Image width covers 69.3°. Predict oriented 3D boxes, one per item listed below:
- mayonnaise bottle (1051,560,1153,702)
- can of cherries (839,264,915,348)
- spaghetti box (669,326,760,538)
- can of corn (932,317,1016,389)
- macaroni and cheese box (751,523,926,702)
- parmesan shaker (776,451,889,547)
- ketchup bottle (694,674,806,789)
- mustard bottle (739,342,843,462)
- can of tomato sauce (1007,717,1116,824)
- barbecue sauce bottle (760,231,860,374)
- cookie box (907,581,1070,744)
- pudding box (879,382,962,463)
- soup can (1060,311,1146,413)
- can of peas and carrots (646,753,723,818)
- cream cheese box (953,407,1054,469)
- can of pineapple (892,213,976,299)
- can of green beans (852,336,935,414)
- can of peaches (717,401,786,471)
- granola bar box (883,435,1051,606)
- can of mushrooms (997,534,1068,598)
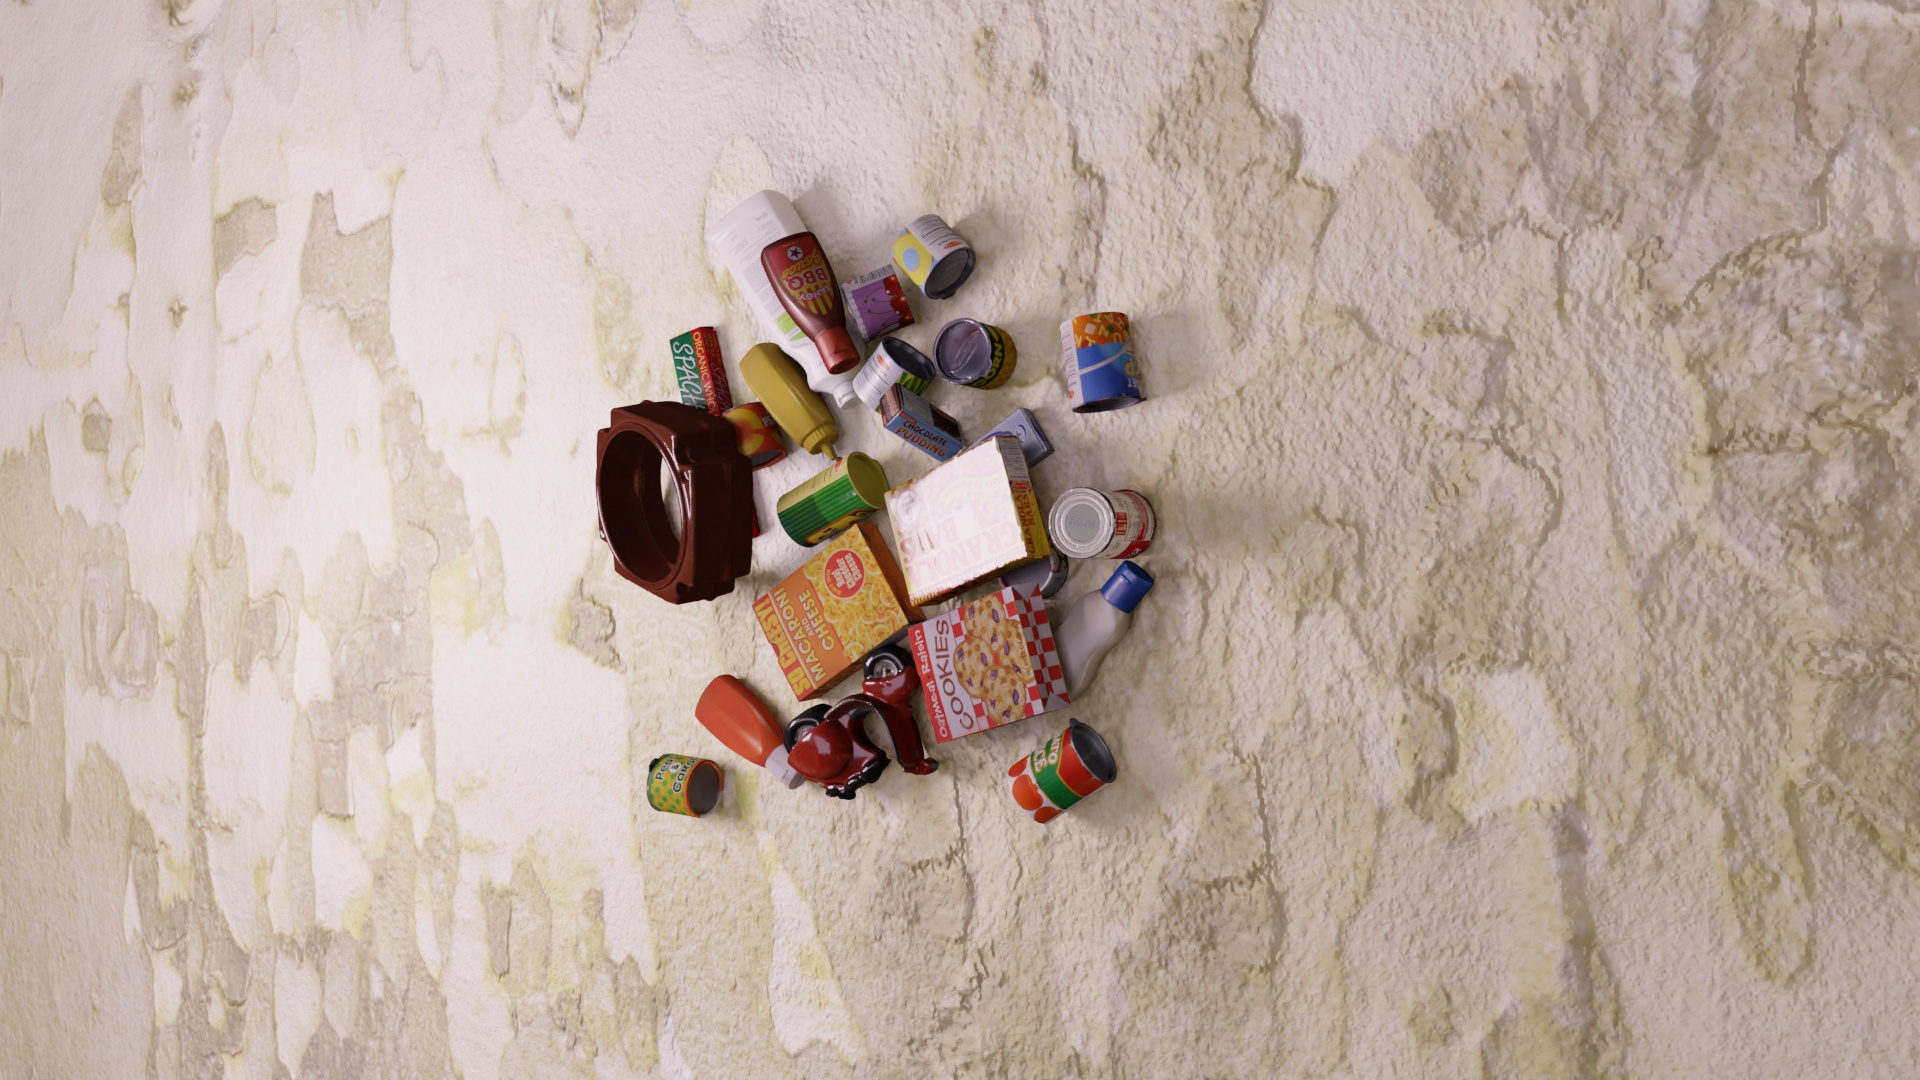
[{"bbox_3d":[0.127,0.085,1.331,0.065,0.041,0.147,46,109,25],"label":"mayonnaise bottle"},{"bbox_3d":[-0.084,-0.241,1.432,0.058,0.071,0.071,-23,77,0],"label":"can of cherries"},{"bbox_3d":[-0.278,-0.119,1.568,0.050,0.029,0.250,-18,81,27],"label":"spaghetti box"},{"bbox_3d":[0.017,-0.184,1.386,0.071,0.058,0.071,0,89,29],"label":"can of corn"},{"bbox_3d":[-0.133,0.077,1.476,0.166,0.040,0.124,-36,72,24],"label":"macaroni and cheese box"},{"bbox_3d":[-0.134,-0.043,1.466,0.103,0.071,0.071,-29,76,28],"label":"parmesan shaker"},{"bbox_3d":[-0.225,0.214,1.524,0.149,0.043,0.064,38,108,24],"label":"ketchup bottle"},{"bbox_3d":[-0.174,-0.141,1.491,0.048,0.065,0.160,-43,74,24],"label":"mustard bottle"},{"bbox_3d":[0.096,0.222,1.330,0.083,0.071,0.071,-38,72,24],"label":"can of tomato sauce"},{"bbox_3d":[-0.149,-0.242,1.429,0.065,0.043,0.148,-23,78,-15],"label":"barbecue sauce bottle"},{"bbox_3d":[0.024,0.122,1.358,0.167,0.040,0.123,-25,76,47],"label":"cookie box"},{"bbox_3d":[-0.039,-0.117,1.396,0.030,0.083,0.050,-45,35,24],"label":"pudding box"},{"bbox_3d":[0.135,-0.168,1.317,0.071,0.071,0.084,-11,84,29],"label":"soup can"},{"bbox_3d":[-0.309,0.273,1.555,0.058,0.071,0.071,3,91,29],"label":"can of peas and carrots"},{"bbox_3d":[0.039,-0.083,1.392,0.103,0.024,0.053,-35,73,24],"label":"cream cheese box"},{"bbox_3d":[-0.028,-0.287,1.410,0.070,0.071,0.058,-49,67,20],"label":"can of pineapple"},{"bbox_3d":[-0.068,-0.166,1.427,0.071,0.071,0.057,50,118,21],"label":"can of green beans"},{"bbox_3d":[-0.227,-0.113,1.519,0.071,0.071,0.058,-26,77,27],"label":"can of peaches"},{"bbox_3d":[0.005,-0.017,1.367,0.165,0.039,0.124,-25,74,41],"label":"granola bar box"},{"bbox_3d":[0.068,0.024,1.368,0.071,0.033,0.071,0,90,30],"label":"can of mushrooms"}]
